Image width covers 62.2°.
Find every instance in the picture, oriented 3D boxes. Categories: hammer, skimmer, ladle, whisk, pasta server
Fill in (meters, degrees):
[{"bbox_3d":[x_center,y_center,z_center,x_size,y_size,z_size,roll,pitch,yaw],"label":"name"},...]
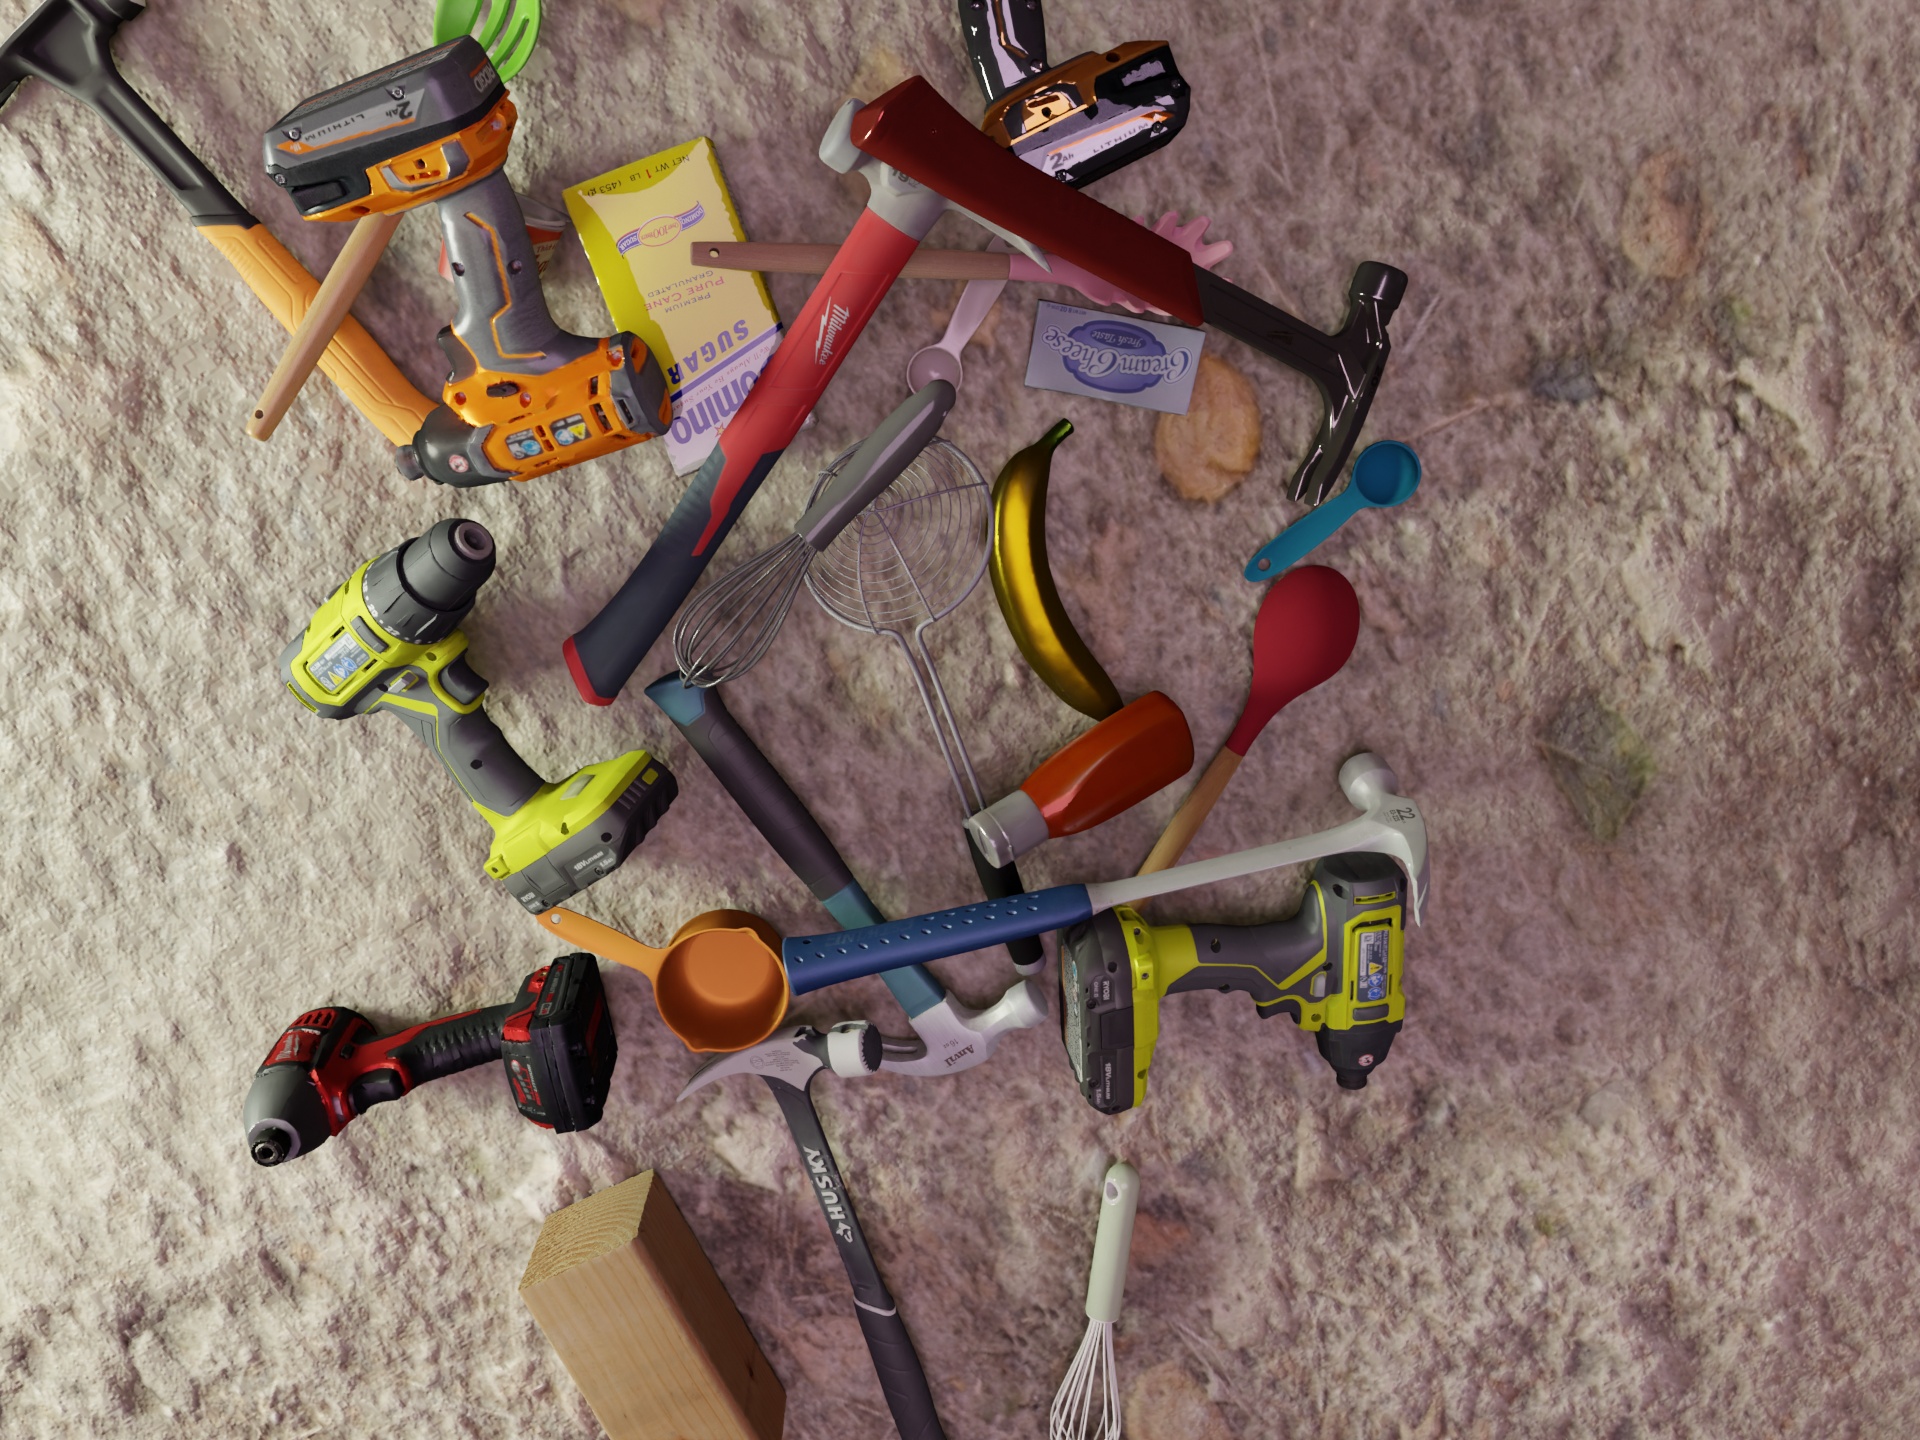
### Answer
[{"bbox_3d":[-0.071,0.392,1.111,0.149,0.036,0.408,-10,110,20],"label":"hammer"},{"bbox_3d":[0.097,-0.247,0.888,0.358,0.037,0.149,18,96,-29],"label":"hammer"},{"bbox_3d":[0.091,0.111,0.985,0.405,0.144,0.035,-13,120,0],"label":"hammer"},{"bbox_3d":[-0.002,-0.003,1.022,0.127,0.090,0.363,-12,116,15],"label":"skimmer"},{"bbox_3d":[0.164,0.040,1.043,0.069,0.031,0.315,28,104,-10],"label":"ladle"},{"bbox_3d":[-0.420,-0.268,0.937,0.127,0.034,0.336,-41,102,8],"label":"hammer"},{"bbox_3d":[-0.109,-0.155,0.934,0.143,0.038,0.386,28,112,-23],"label":"hammer"},{"bbox_3d":[-0.088,0.099,1.039,0.128,0.033,0.331,-34,101,16],"label":"hammer"},{"bbox_3d":[-0.086,-0.106,0.924,0.055,0.055,0.239,42,103,-11],"label":"whisk"},{"bbox_3d":[0.101,0.431,1.137,0.059,0.058,0.246,-2,105,-37],"label":"whisk"},{"bbox_3d":[0.003,-0.268,0.928,0.316,0.040,0.060,-1,94,-11],"label":"pasta server"}]

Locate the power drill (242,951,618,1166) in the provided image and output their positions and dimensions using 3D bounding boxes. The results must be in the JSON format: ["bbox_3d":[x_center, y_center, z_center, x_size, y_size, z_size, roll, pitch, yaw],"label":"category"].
[{"bbox_3d":[-0.340,0.223,1.015,0.219,0.143,0.078,-10,107,-2],"label":"power drill"}]

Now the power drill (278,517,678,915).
[{"bbox_3d":[-0.283,-0.005,0.958,0.190,0.080,0.228,-29,108,38],"label":"power drill"}]

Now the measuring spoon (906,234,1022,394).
[{"bbox_3d":[0.006,-0.250,0.969,0.034,0.018,0.124,30,95,-9],"label":"measuring spoon"}]

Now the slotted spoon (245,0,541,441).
[{"bbox_3d":[-0.328,-0.298,0.913,0.070,0.031,0.314,32,94,13],"label":"slotted spoon"}]

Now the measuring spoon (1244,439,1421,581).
[{"bbox_3d":[0.232,-0.131,1.007,0.128,0.021,0.042,-37,104,17],"label":"measuring spoon"}]

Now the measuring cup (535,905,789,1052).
[{"bbox_3d":[-0.193,0.151,1.047,0.173,0.052,0.095,24,103,-6],"label":"measuring cup"}]

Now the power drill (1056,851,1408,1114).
[{"bbox_3d":[0.182,0.182,1.048,0.223,0.080,0.171,-7,113,-7],"label":"power drill"}]

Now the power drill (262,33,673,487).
[{"bbox_3d":[-0.277,-0.233,0.870,0.164,0.084,0.226,-17,124,10],"label":"power drill"}]

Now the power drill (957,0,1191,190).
[{"bbox_3d":[0.053,-0.424,0.891,0.185,0.084,0.226,-26,100,3],"label":"power drill"}]
